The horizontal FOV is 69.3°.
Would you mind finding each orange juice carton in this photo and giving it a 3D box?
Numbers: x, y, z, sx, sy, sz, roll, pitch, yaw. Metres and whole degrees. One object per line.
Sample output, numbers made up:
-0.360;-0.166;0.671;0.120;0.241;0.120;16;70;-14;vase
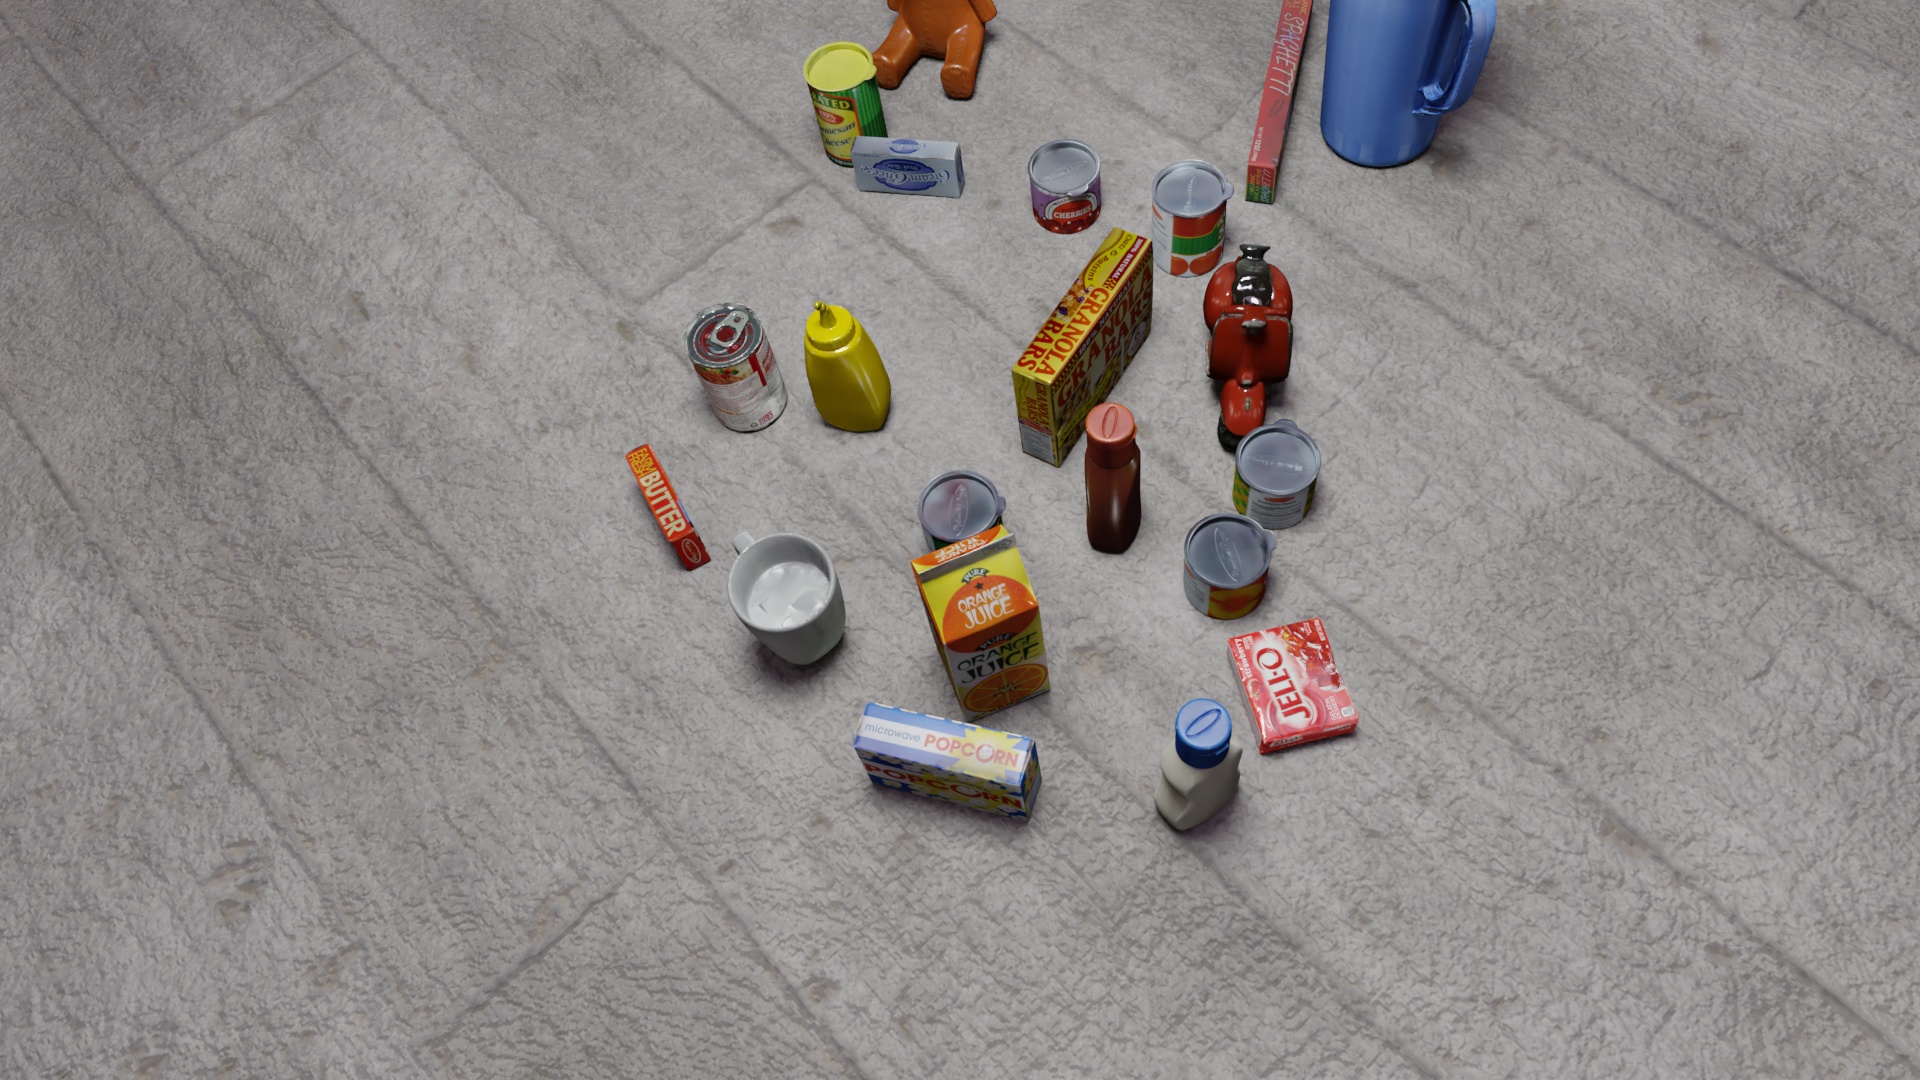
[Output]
0.015;0.055;1.007;0.072;0.191;0.073;-21;60;-5;orange juice carton

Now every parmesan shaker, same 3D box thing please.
-0.107;-0.419;1.344;0.071;0.102;0.071;-3;61;6;parmesan shaker

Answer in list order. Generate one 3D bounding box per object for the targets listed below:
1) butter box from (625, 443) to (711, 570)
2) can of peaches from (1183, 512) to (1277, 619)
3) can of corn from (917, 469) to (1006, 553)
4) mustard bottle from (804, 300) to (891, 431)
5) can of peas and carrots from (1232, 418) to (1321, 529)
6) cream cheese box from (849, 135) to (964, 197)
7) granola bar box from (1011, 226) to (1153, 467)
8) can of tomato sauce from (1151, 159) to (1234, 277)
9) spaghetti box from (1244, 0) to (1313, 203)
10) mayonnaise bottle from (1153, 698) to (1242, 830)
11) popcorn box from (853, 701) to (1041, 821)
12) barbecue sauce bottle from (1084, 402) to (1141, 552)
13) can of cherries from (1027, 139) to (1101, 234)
-0.246;-0.028;1.168;0.024;0.053;0.104;-28;61;-9;butter box
0.209;0.020;1.080;0.071;0.057;0.071;-3;60;5;can of peaches
0.004;-0.014;1.125;0.071;0.058;0.071;-3;60;5;can of corn
-0.098;-0.151;1.157;0.065;0.159;0.049;6;62;10;mustard bottle
0.253;-0.053;1.116;0.071;0.058;0.071;-3;60;6;can of peas and carrots
-0.050;-0.358;1.330;0.104;0.053;0.024;7;62;11;cream cheese box
0.105;-0.160;1.158;0.039;0.123;0.166;26;67;20;granola bar box
0.206;-0.287;1.241;0.071;0.082;0.071;-3;60;6;can of tomato sauce
0.307;-0.432;1.330;0.029;0.050;0.251;10;62;13;spaghetti box
0.165;0.153;0.959;0.065;0.147;0.041;-35;62;-12;mayonnaise bottle
-0.008;0.161;1.012;0.127;0.085;0.038;11;63;13;popcorn box
0.118;-0.051;1.080;0.044;0.148;0.065;9;62;12;barbecue sauce bottle
0.098;-0.327;1.291;0.071;0.058;0.072;-3;60;5;can of cherries
